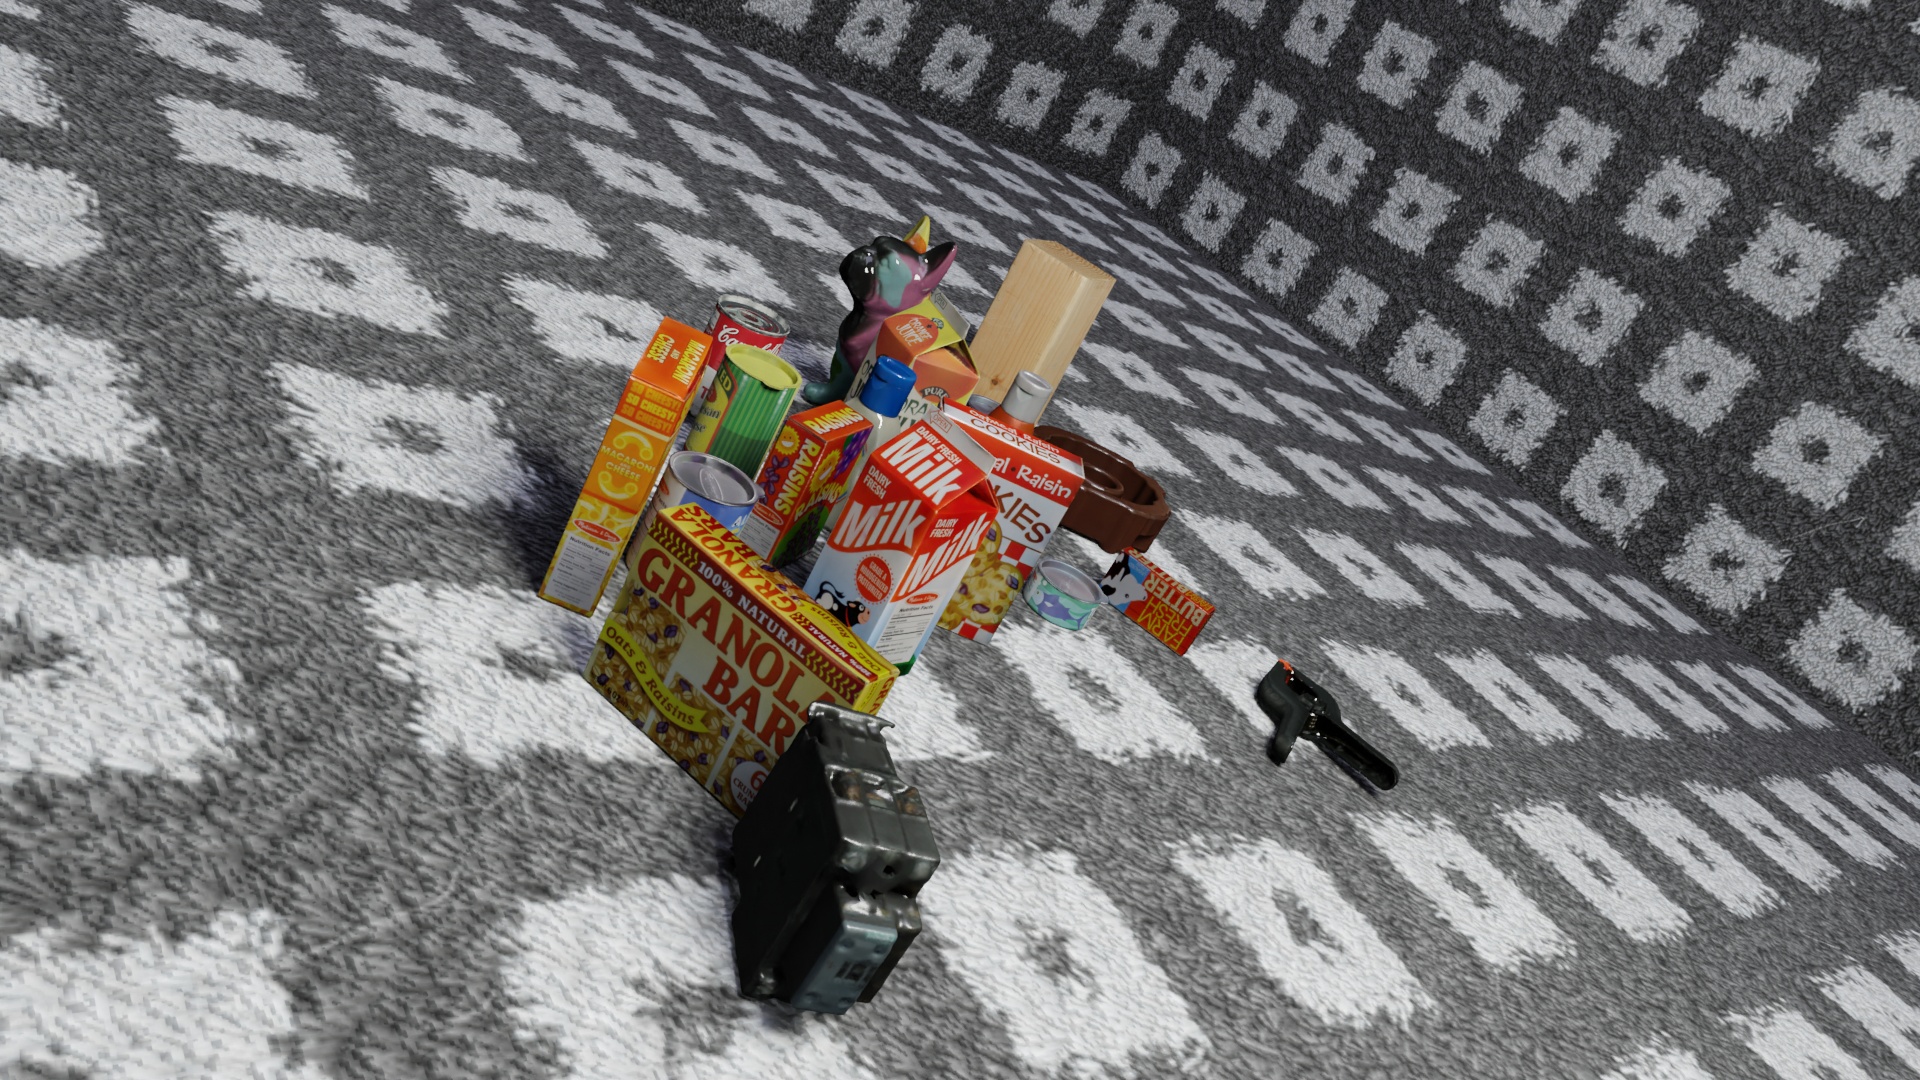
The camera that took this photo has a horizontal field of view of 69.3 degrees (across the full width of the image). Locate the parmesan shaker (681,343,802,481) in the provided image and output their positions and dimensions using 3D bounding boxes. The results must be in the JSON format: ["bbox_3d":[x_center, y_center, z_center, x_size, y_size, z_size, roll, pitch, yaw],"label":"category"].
[{"bbox_3d":[-0.180,-0.099,1.135,0.071,0.102,0.071,25,23,-11],"label":"parmesan shaker"}]

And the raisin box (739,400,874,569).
[{"bbox_3d":[-0.122,-0.041,1.054,0.040,0.123,0.086,34,23,11],"label":"raisin box"}]

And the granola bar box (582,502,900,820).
[{"bbox_3d":[-0.130,0.076,0.797,0.166,0.123,0.039,37,23,19],"label":"granola bar box"}]

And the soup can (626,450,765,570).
[{"bbox_3d":[-0.184,-0.009,0.966,0.071,0.083,0.071,25,23,-11],"label":"soup can"}]

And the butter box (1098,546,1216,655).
[{"bbox_3d":[0.182,0.056,1.296,0.103,0.053,0.024,37,23,19],"label":"butter box"}]

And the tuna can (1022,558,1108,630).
[{"bbox_3d":[0.093,0.049,1.234,0.071,0.032,0.071,25,23,-11],"label":"tuna can"}]

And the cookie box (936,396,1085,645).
[{"bbox_3d":[0.004,-0.014,1.087,0.123,0.166,0.040,24,23,-13],"label":"cookie box"}]

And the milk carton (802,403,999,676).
[{"bbox_3d":[-0.040,0.003,0.970,0.072,0.189,0.073,42,25,29],"label":"milk carton"}]

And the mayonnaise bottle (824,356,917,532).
[{"bbox_3d":[-0.084,-0.081,1.151,0.065,0.147,0.041,40,24,25],"label":"mayonnaise bottle"}]

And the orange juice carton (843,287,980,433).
[{"bbox_3d":[-0.049,-0.124,1.226,0.073,0.192,0.072,12,27,-35],"label":"orange juice carton"}]

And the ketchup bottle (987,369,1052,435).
[{"bbox_3d":[0.037,-0.089,1.310,0.065,0.148,0.044,34,22,11],"label":"ketchup bottle"}]

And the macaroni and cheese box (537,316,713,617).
[{"bbox_3d":[-0.216,-0.050,0.908,0.040,0.165,0.124,24,23,-12],"label":"macaroni and cheese box"}]

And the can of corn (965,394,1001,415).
[{"bbox_3d":[0.025,-0.111,1.459,0.071,0.058,0.071,25,23,-11],"label":"can of corn"}]
